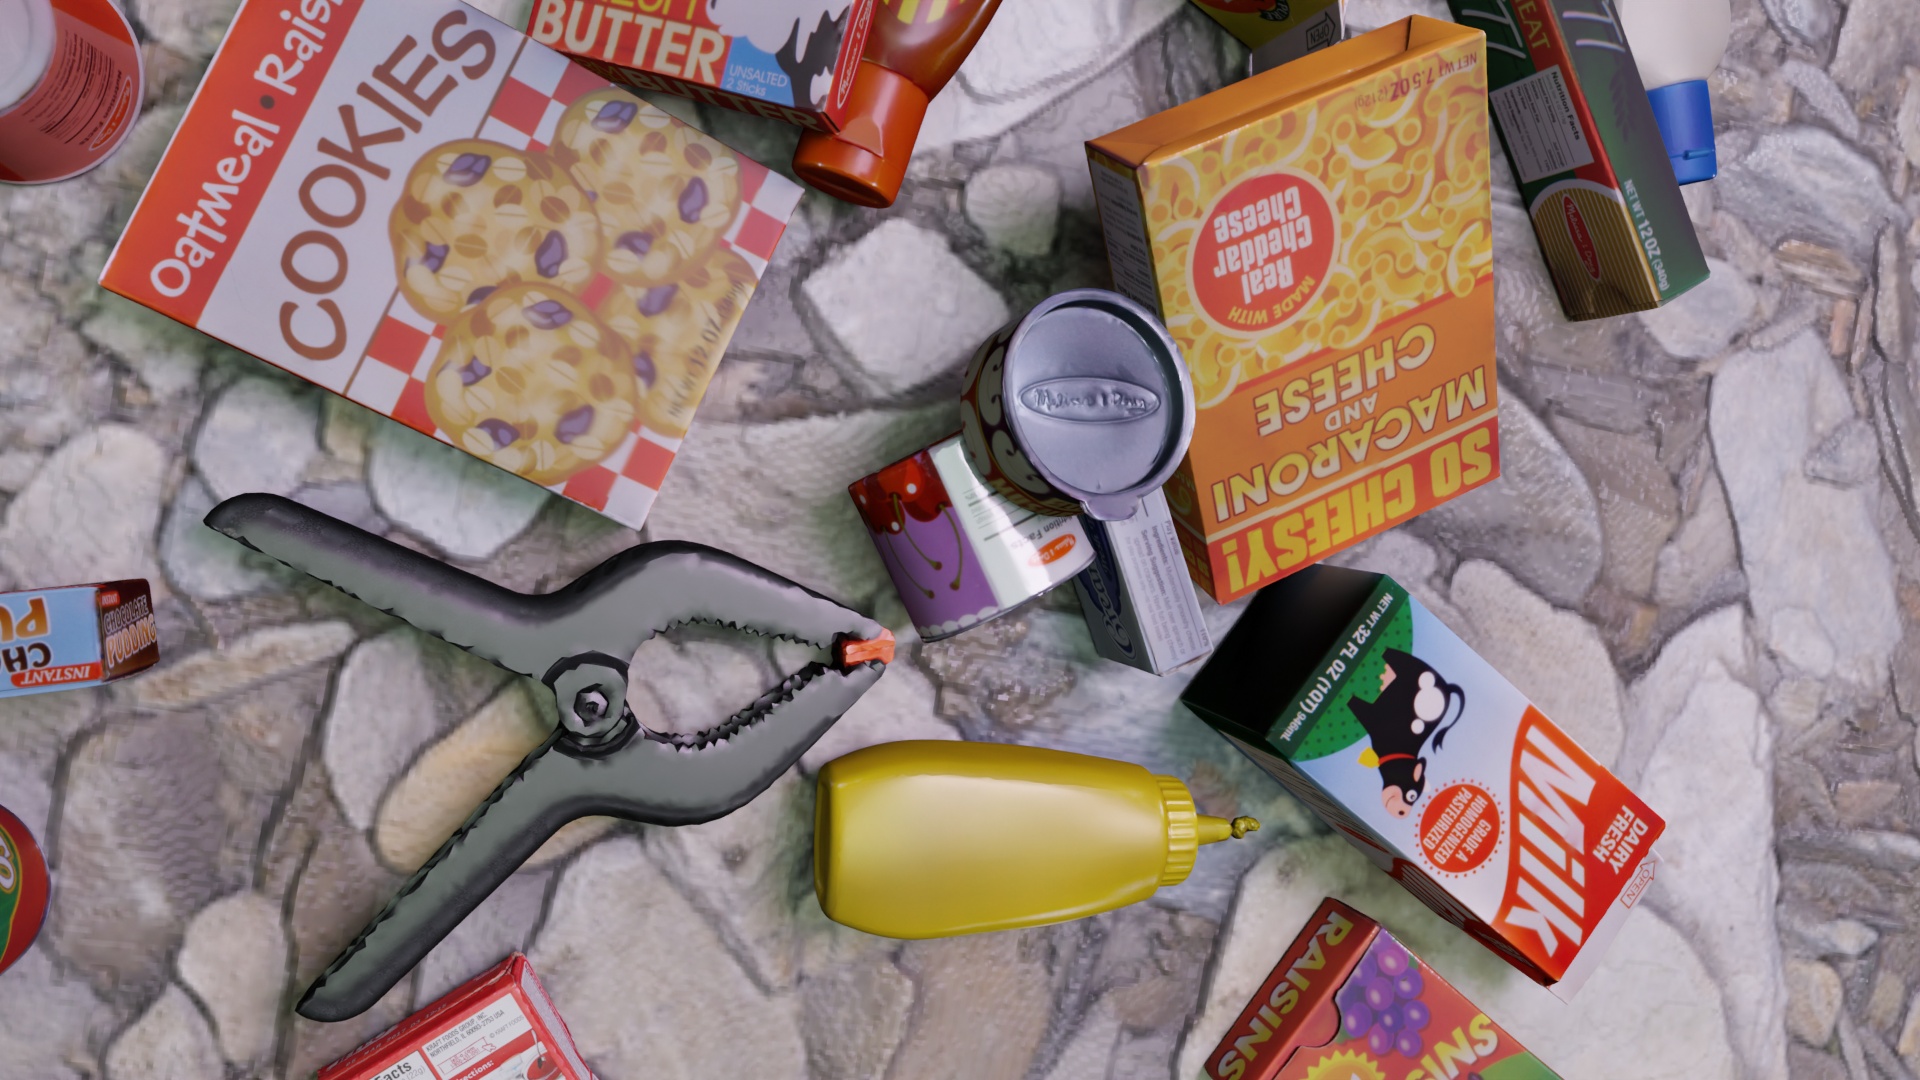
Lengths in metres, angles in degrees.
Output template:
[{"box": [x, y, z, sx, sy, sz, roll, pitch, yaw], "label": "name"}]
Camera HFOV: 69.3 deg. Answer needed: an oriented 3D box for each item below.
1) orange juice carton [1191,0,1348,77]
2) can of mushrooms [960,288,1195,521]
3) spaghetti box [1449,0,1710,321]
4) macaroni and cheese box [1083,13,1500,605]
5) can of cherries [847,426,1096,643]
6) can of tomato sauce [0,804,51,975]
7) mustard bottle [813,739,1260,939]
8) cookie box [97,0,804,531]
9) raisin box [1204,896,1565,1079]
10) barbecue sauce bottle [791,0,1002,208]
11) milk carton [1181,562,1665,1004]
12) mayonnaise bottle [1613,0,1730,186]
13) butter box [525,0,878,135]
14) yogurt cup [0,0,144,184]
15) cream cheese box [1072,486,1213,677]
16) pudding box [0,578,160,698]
[{"box": [0.111, -0.260, 0.478, 0.073, 0.072, 0.192, -4, 94, -14], "label": "orange juice carton"}, {"box": [0.036, -0.039, 0.427, 0.071, 0.033, 0.071, 4, 81, -25], "label": "can of mushrooms"}, {"box": [0.211, -0.203, 0.518, 0.029, 0.050, 0.249, -27, 99, -13], "label": "spaghetti box"}, {"box": [0.119, -0.074, 0.473, 0.124, 0.040, 0.165, -24, 124, -10], "label": "macaroni and cheese box"}, {"box": [0.002, -0.006, 0.466, 0.071, 0.071, 0.058, -28, 95, -12], "label": "can of cherries"}, {"box": [-0.303, 0.108, 0.382, 0.071, 0.083, 0.071, -1, 94, -15], "label": "can of tomato sauce"}, {"box": [0.030, 0.103, 0.487, 0.160, 0.049, 0.065, 3, 93, -16], "label": "mustard bottle"}, {"box": [-0.152, -0.094, 0.434, 0.167, 0.040, 0.123, 26, 86, -15], "label": "cookie box"}, {"box": [0.168, 0.210, 0.534, 0.123, 0.040, 0.086, 41, 84, -12], "label": "raisin box"}, {"box": [-0.015, -0.187, 0.463, 0.065, 0.043, 0.148, 20, 88, -12], "label": "barbecue sauce bottle"}, {"box": [0.183, 0.093, 0.514, 0.190, 0.073, 0.072, 40, 83, -14], "label": "milk carton"}, {"box": [0.264, -0.211, 0.537, 0.065, 0.041, 0.148, -11, 97, -12], "label": "mayonnaise bottle"}, {"box": [-0.080, -0.166, 0.437, 0.103, 0.024, 0.053, 15, 91, 10], "label": "butter box"}, {"box": [-0.276, -0.139, 0.392, 0.072, 0.054, 0.072, -1, 94, -14], "label": "yogurt cup"}, {"box": [0.053, -0.006, 0.485, 0.024, 0.053, 0.103, -21, 98, -14], "label": "cream cheese box"}, {"box": [-0.285, 0.030, 0.400, 0.084, 0.049, 0.030, -6, 93, -14], "label": "pudding box"}]
